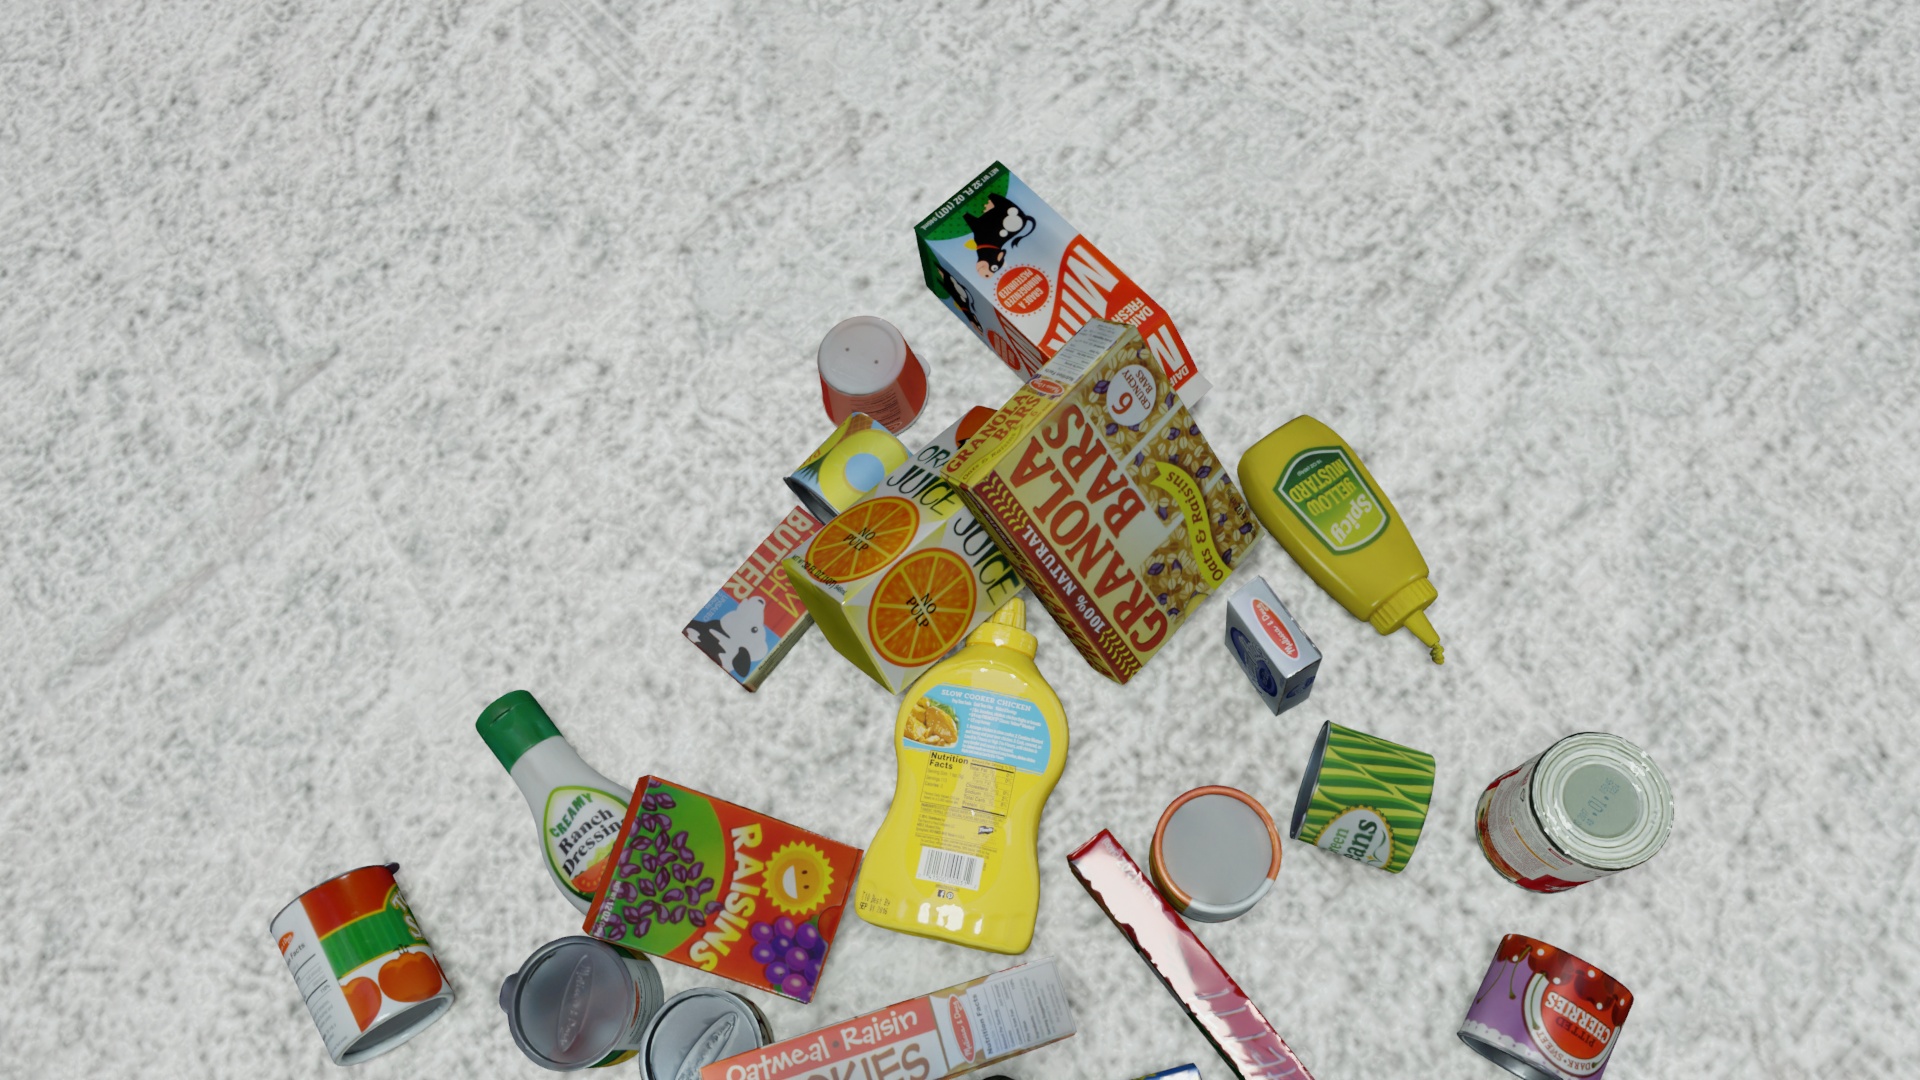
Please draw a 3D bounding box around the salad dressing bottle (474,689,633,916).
[{"bbox_3d":[-0.218,0.149,0.782,0.064,0.044,0.148,-40,71,-10],"label":"salad dressing bottle"}]

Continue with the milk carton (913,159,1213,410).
[{"bbox_3d":[0.062,-0.134,0.843,0.072,0.073,0.191,-41,72,-9],"label":"milk carton"}]

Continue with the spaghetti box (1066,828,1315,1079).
[{"bbox_3d":[0.144,0.254,0.706,0.029,0.050,0.250,-38,71,-7],"label":"spaghetti box"}]

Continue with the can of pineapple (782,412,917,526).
[{"bbox_3d":[-0.061,-0.035,0.822,0.071,0.070,0.058,40,77,17],"label":"can of pineapple"}]

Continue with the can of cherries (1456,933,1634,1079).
[{"bbox_3d":[0.291,0.236,0.687,0.071,0.071,0.058,29,75,15],"label":"can of cherries"}]

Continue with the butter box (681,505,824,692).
[{"bbox_3d":[-0.110,0.034,0.824,0.053,0.024,0.104,37,78,16],"label":"butter box"}]

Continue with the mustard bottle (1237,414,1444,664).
[{"bbox_3d":[0.225,0.003,0.790,0.065,0.048,0.160,-34,70,-5],"label":"mustard bottle"}]

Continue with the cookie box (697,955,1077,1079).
[{"bbox_3d":[-0.040,0.248,0.666,0.168,0.122,0.040,-13,71,-15],"label":"cookie box"}]

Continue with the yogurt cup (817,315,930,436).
[{"bbox_3d":[-0.056,-0.102,0.853,0.072,0.053,0.072,-2,70,6],"label":"yogurt cup"}]

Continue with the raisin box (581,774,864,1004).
[{"bbox_3d":[-0.125,0.184,0.736,0.123,0.040,0.086,24,71,-16],"label":"raisin box"}]

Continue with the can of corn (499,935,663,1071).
[{"bbox_3d":[-0.199,0.245,0.737,0.071,0.058,0.071,-2,70,5],"label":"can of corn"}]

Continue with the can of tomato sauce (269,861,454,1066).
[{"bbox_3d":[-0.321,0.228,0.752,0.071,0.071,0.083,-34,71,-7],"label":"can of tomato sauce"}]

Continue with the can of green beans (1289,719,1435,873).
[{"bbox_3d":[0.212,0.136,0.734,0.058,0.071,0.071,18,73,11],"label":"can of green beans"}]

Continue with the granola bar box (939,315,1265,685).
[{"bbox_3d":[0.082,-0.019,0.758,0.124,0.165,0.039,-46,32,-11],"label":"granola bar box"}]

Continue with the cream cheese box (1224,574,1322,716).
[{"bbox_3d":[0.167,0.058,0.747,0.024,0.103,0.053,-32,69,-1],"label":"cream cheese box"}]

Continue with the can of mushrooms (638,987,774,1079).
[{"bbox_3d":[-0.131,0.273,0.733,0.071,0.033,0.071,-2,69,5],"label":"can of mushrooms"}]

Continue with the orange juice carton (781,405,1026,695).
[{"bbox_3d":[0.003,-0.010,0.785,0.193,0.072,0.072,-39,36,-17],"label":"orange juice carton"}]

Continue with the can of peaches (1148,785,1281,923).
[{"bbox_3d":[0.133,0.164,0.735,0.071,0.058,0.071,-2,71,5],"label":"can of peaches"}]

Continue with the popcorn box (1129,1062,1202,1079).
[{"bbox_3d":[0.095,0.334,0.686,0.085,0.038,0.127,-15,69,-1],"label":"popcorn box"}]
